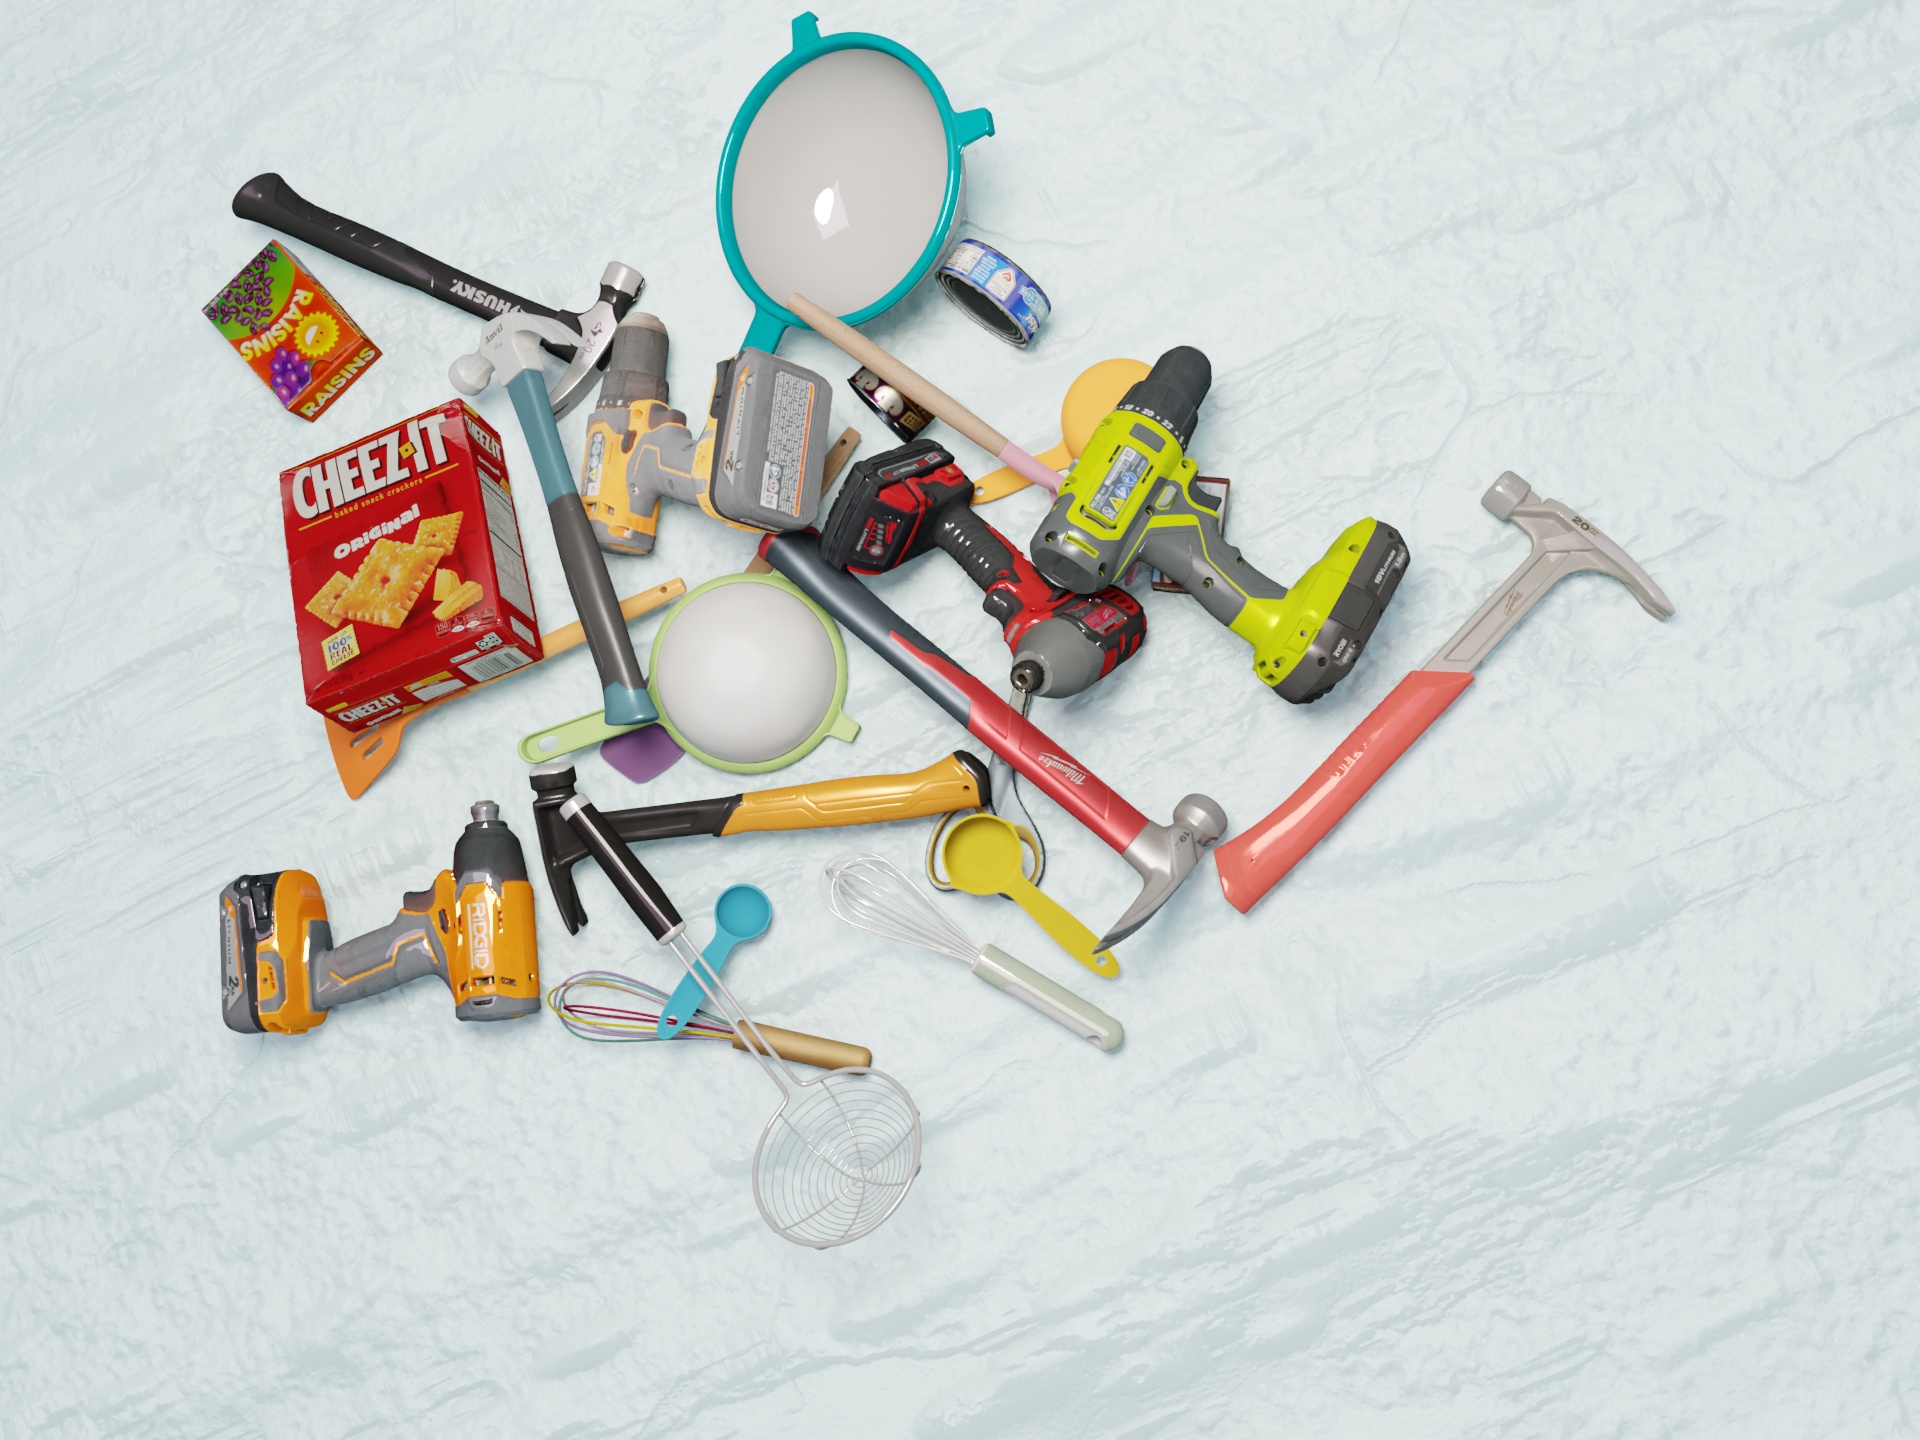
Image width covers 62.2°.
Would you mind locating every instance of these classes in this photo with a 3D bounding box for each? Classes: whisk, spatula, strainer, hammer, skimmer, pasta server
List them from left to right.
[{"bbox_3d":[-0.428,-0.350,1.265,0.335,0.035,0.146,24,87,6],"label":"hammer"},{"bbox_3d":[-0.353,-0.037,1.222,0.322,0.041,0.081,-24,78,6],"label":"spatula"},{"bbox_3d":[-0.286,-0.147,1.159,0.128,0.033,0.331,-28,77,36],"label":"hammer"},{"bbox_3d":[-0.211,-0.019,1.166,0.256,0.069,0.151,-19,88,2],"label":"strainer"},{"bbox_3d":[-0.185,0.227,1.158,0.245,0.047,0.051,11,83,8],"label":"whisk"},{"bbox_3d":[-0.165,0.195,1.095,0.127,0.090,0.363,-38,85,-5],"label":"skimmer"},{"bbox_3d":[-0.168,-0.089,1.209,0.060,0.018,0.316,34,90,9],"label":"spatula"},{"bbox_3d":[-0.143,0.074,1.157,0.337,0.034,0.127,-8,99,8],"label":"hammer"},{"bbox_3d":[-0.102,-0.337,1.204,0.211,0.095,0.340,37,110,23],"label":"strainer"},{"bbox_3d":[-0.002,-0.004,1.115,0.386,0.038,0.143,39,56,11],"label":"hammer"},{"bbox_3d":[0.004,-0.203,1.136,0.316,0.060,0.040,35,86,-2],"label":"pasta server"},{"bbox_3d":[0.007,0.165,1.131,0.246,0.057,0.059,30,58,8],"label":"whisk"},{"bbox_3d":[0.316,0.001,1.102,0.149,0.036,0.359,43,91,13],"label":"hammer"}]

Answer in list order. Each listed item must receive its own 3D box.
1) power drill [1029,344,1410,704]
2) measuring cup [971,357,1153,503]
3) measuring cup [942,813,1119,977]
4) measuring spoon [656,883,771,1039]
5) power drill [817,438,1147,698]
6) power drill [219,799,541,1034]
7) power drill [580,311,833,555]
[{"bbox_3d":[0.184,-0.135,1.090,0.228,0.080,0.190,32,74,-2],"label":"power drill"},{"bbox_3d":[0.078,-0.203,1.162,0.173,0.052,0.095,-23,79,4],"label":"measuring cup"},{"bbox_3d":[0.052,0.127,1.128,0.156,0.029,0.062,42,91,-2],"label":"measuring cup"},{"bbox_3d":[-0.182,0.177,1.158,0.042,0.021,0.129,32,70,1],"label":"measuring spoon"},{"bbox_3d":[0.015,-0.098,1.116,0.220,0.143,0.078,38,126,14],"label":"power drill"},{"bbox_3d":[-0.430,0.151,1.194,0.226,0.084,0.164,-7,81,5],"label":"power drill"},{"bbox_3d":[-0.195,-0.217,1.162,0.226,0.084,0.185,2,83,44],"label":"power drill"}]
